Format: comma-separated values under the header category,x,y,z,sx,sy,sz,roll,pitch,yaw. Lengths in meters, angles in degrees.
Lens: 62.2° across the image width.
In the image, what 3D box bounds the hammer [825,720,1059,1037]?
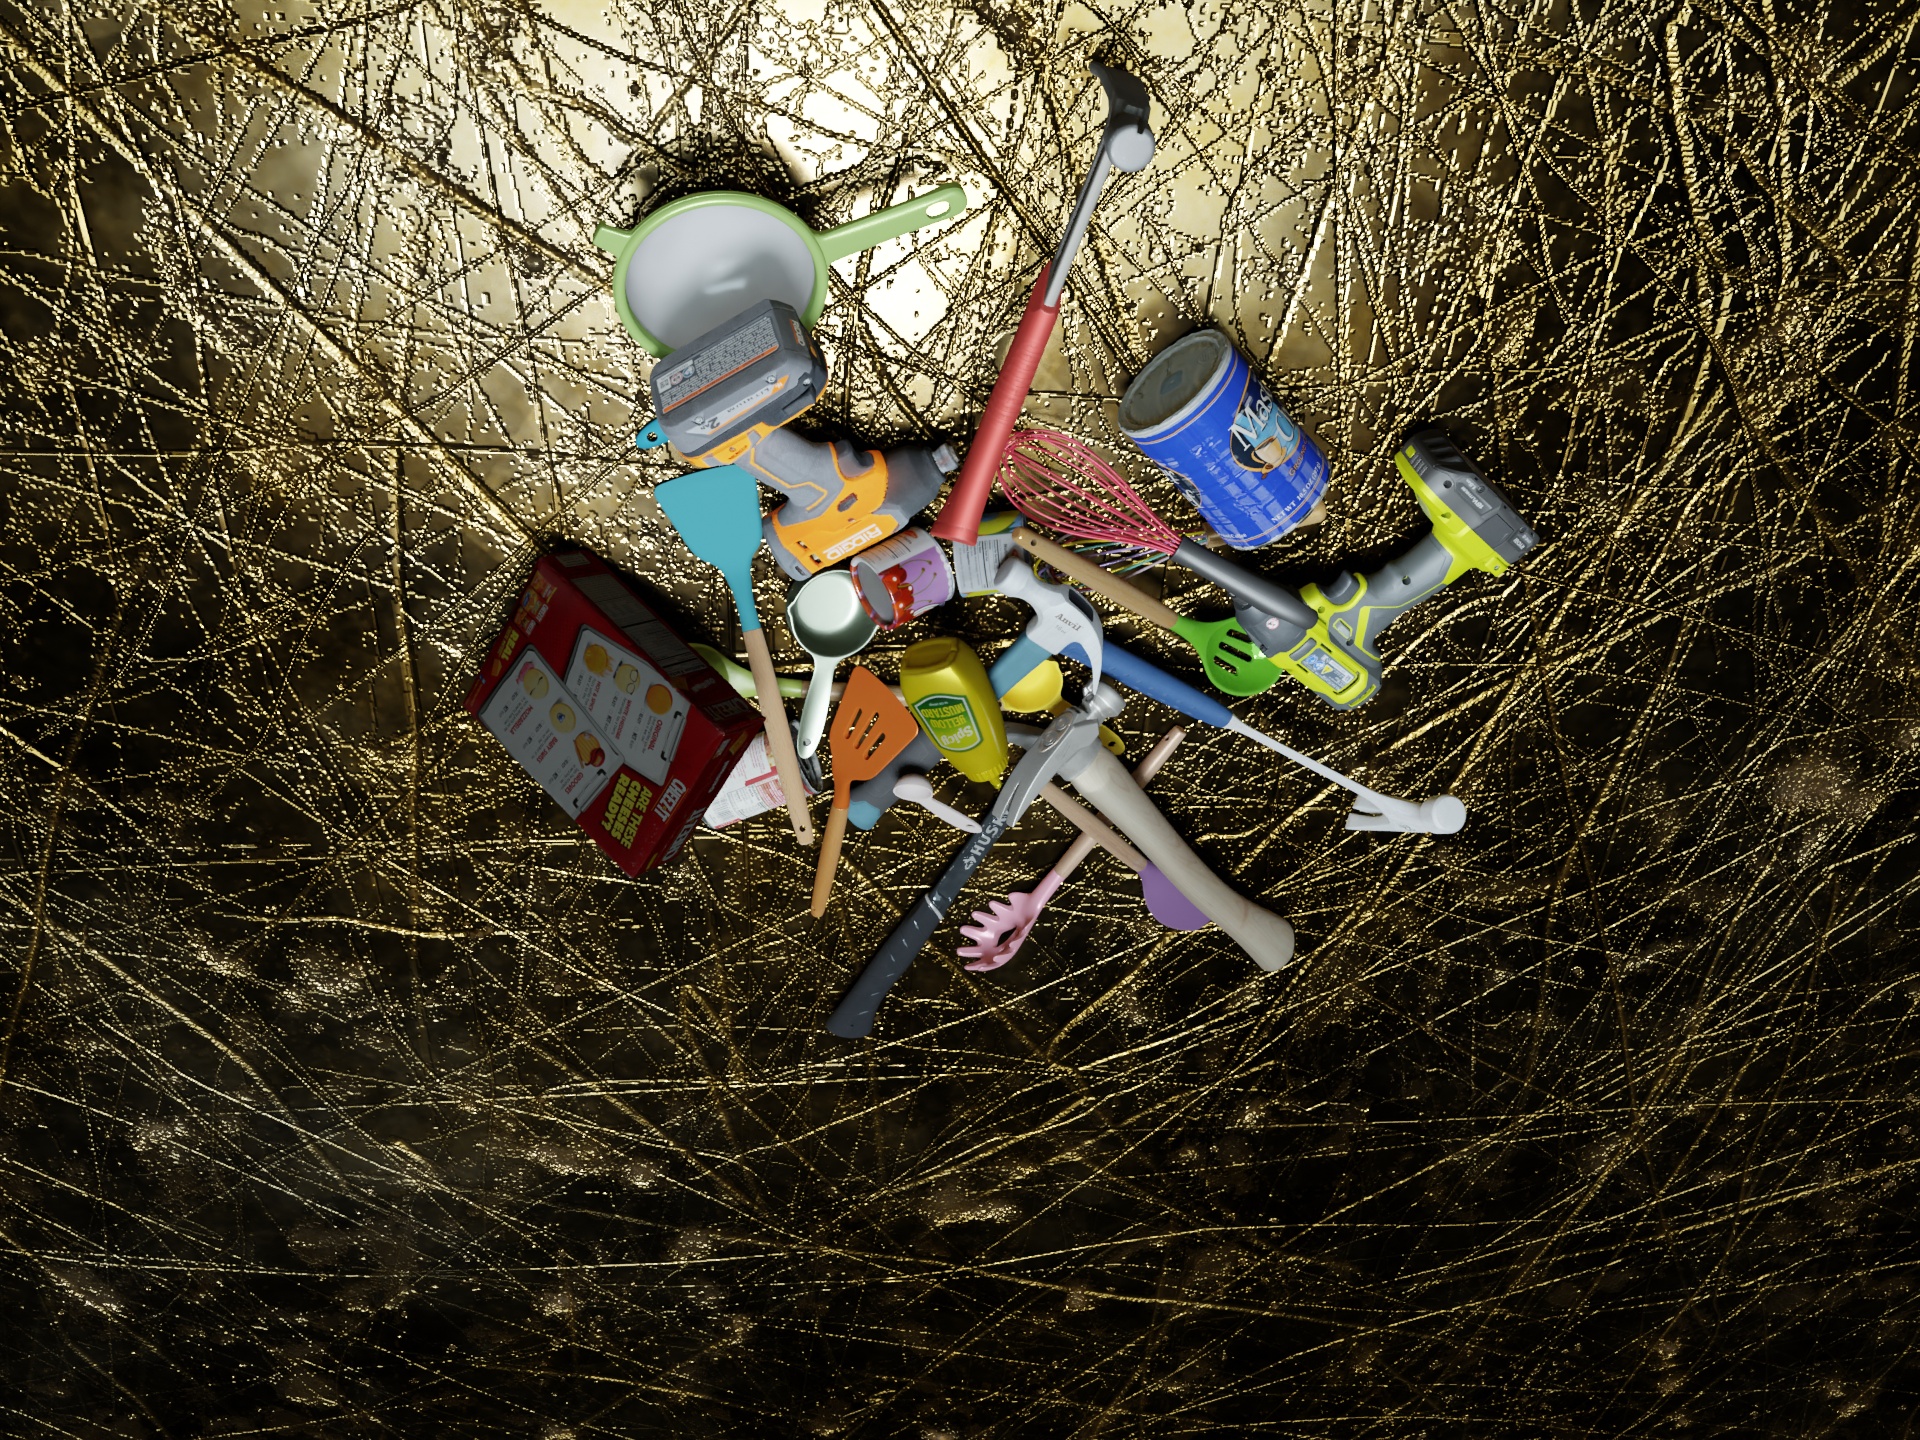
category,x,y,z,sx,sy,sz,roll,pitch,yaw
hammer,-0.019,0.161,1.503,0.149,0.036,0.408,25,119,-19

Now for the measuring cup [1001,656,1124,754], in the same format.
category,x,y,z,sx,sy,sz,roll,pitch,yaw
measuring cup,0.091,-0.014,1.403,0.062,0.029,0.156,-42,127,18

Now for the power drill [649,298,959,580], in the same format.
category,x,y,z,sx,sy,sz,roll,pitch,yaw
power drill,-0.108,-0.206,1.185,0.164,0.084,0.226,-26,146,12

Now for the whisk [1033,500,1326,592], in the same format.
category,x,y,z,sx,sy,sz,roll,pitch,yaw
whisk,0.180,-0.148,1.306,0.245,0.051,0.047,-13,119,0

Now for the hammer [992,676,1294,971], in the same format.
category,x,y,z,sx,sy,sz,roll,pitch,yaw
hammer,0.189,0.132,1.457,0.146,0.038,0.410,-51,127,-6

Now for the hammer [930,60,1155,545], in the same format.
category,x,y,z,sx,sy,sz,roll,pitch,yaw
hammer,0.051,-0.283,1.147,0.036,0.149,0.358,14,126,-14

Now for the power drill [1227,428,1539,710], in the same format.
category,x,y,z,sx,sy,sz,roll,pitch,yaw
power drill,0.341,-0.123,1.308,0.171,0.080,0.223,33,116,-31

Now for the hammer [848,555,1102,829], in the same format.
category,x,y,z,sx,sy,sz,roll,pitch,yaw
hammer,-0.002,-0.004,1.344,0.128,0.033,0.331,30,131,-20

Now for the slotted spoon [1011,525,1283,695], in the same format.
category,x,y,z,sx,sy,sz,roll,pitch,yaw
slotted spoon,0.157,-0.094,1.304,0.313,0.031,0.070,23,97,-37

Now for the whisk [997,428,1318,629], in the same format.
category,x,y,z,sx,sy,sz,roll,pitch,yaw
whisk,0.154,-0.146,1.255,0.295,0.073,0.073,28,119,-6

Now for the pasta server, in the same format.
category,x,y,z,sx,sy,sz,roll,pitch,yaw
pasta server,0.104,0.122,1.487,0.040,0.060,0.316,20,119,-37

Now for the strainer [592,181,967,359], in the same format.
category,x,y,z,sx,sy,sz,roll,pitch,yaw
strainer,-0.123,-0.342,1.124,0.256,0.069,0.151,-19,143,4

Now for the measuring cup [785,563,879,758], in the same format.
category,x,y,z,sx,sy,sz,roll,pitch,yaw
measuring cup,-0.118,-0.051,1.325,0.083,0.038,0.167,6,111,-24

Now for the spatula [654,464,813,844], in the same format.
category,x,y,z,sx,sy,sz,roll,pitch,yaw
spatula,-0.167,-0.048,1.301,0.082,0.044,0.317,-14,98,2

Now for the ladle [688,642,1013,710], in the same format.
category,x,y,z,sx,sy,sz,roll,pitch,yaw
ladle,-0.109,-0.021,1.360,0.320,0.062,0.078,4,110,-11

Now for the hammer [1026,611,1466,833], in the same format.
category,x,y,z,sx,sy,sz,roll,pitch,yaw
hammer,0.238,0.005,1.390,0.405,0.144,0.035,27,78,-12

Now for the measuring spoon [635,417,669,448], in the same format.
category,x,y,z,sx,sy,sz,roll,pitch,yaw
measuring spoon,-0.195,-0.238,1.219,0.128,0.021,0.042,-27,122,12

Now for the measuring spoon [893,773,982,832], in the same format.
category,x,y,z,sx,sy,sz,roll,pitch,yaw
measuring spoon,-0.016,0.072,1.397,0.034,0.018,0.124,-11,151,31

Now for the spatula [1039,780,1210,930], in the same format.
category,x,y,z,sx,sy,sz,roll,pitch,yaw
spatula,0.151,0.124,1.471,0.060,0.018,0.315,-40,131,12

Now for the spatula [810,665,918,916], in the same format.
category,x,y,z,sx,sy,sz,roll,pitch,yaw
spatula,-0.101,0.083,1.403,0.041,0.081,0.322,-31,155,-31
